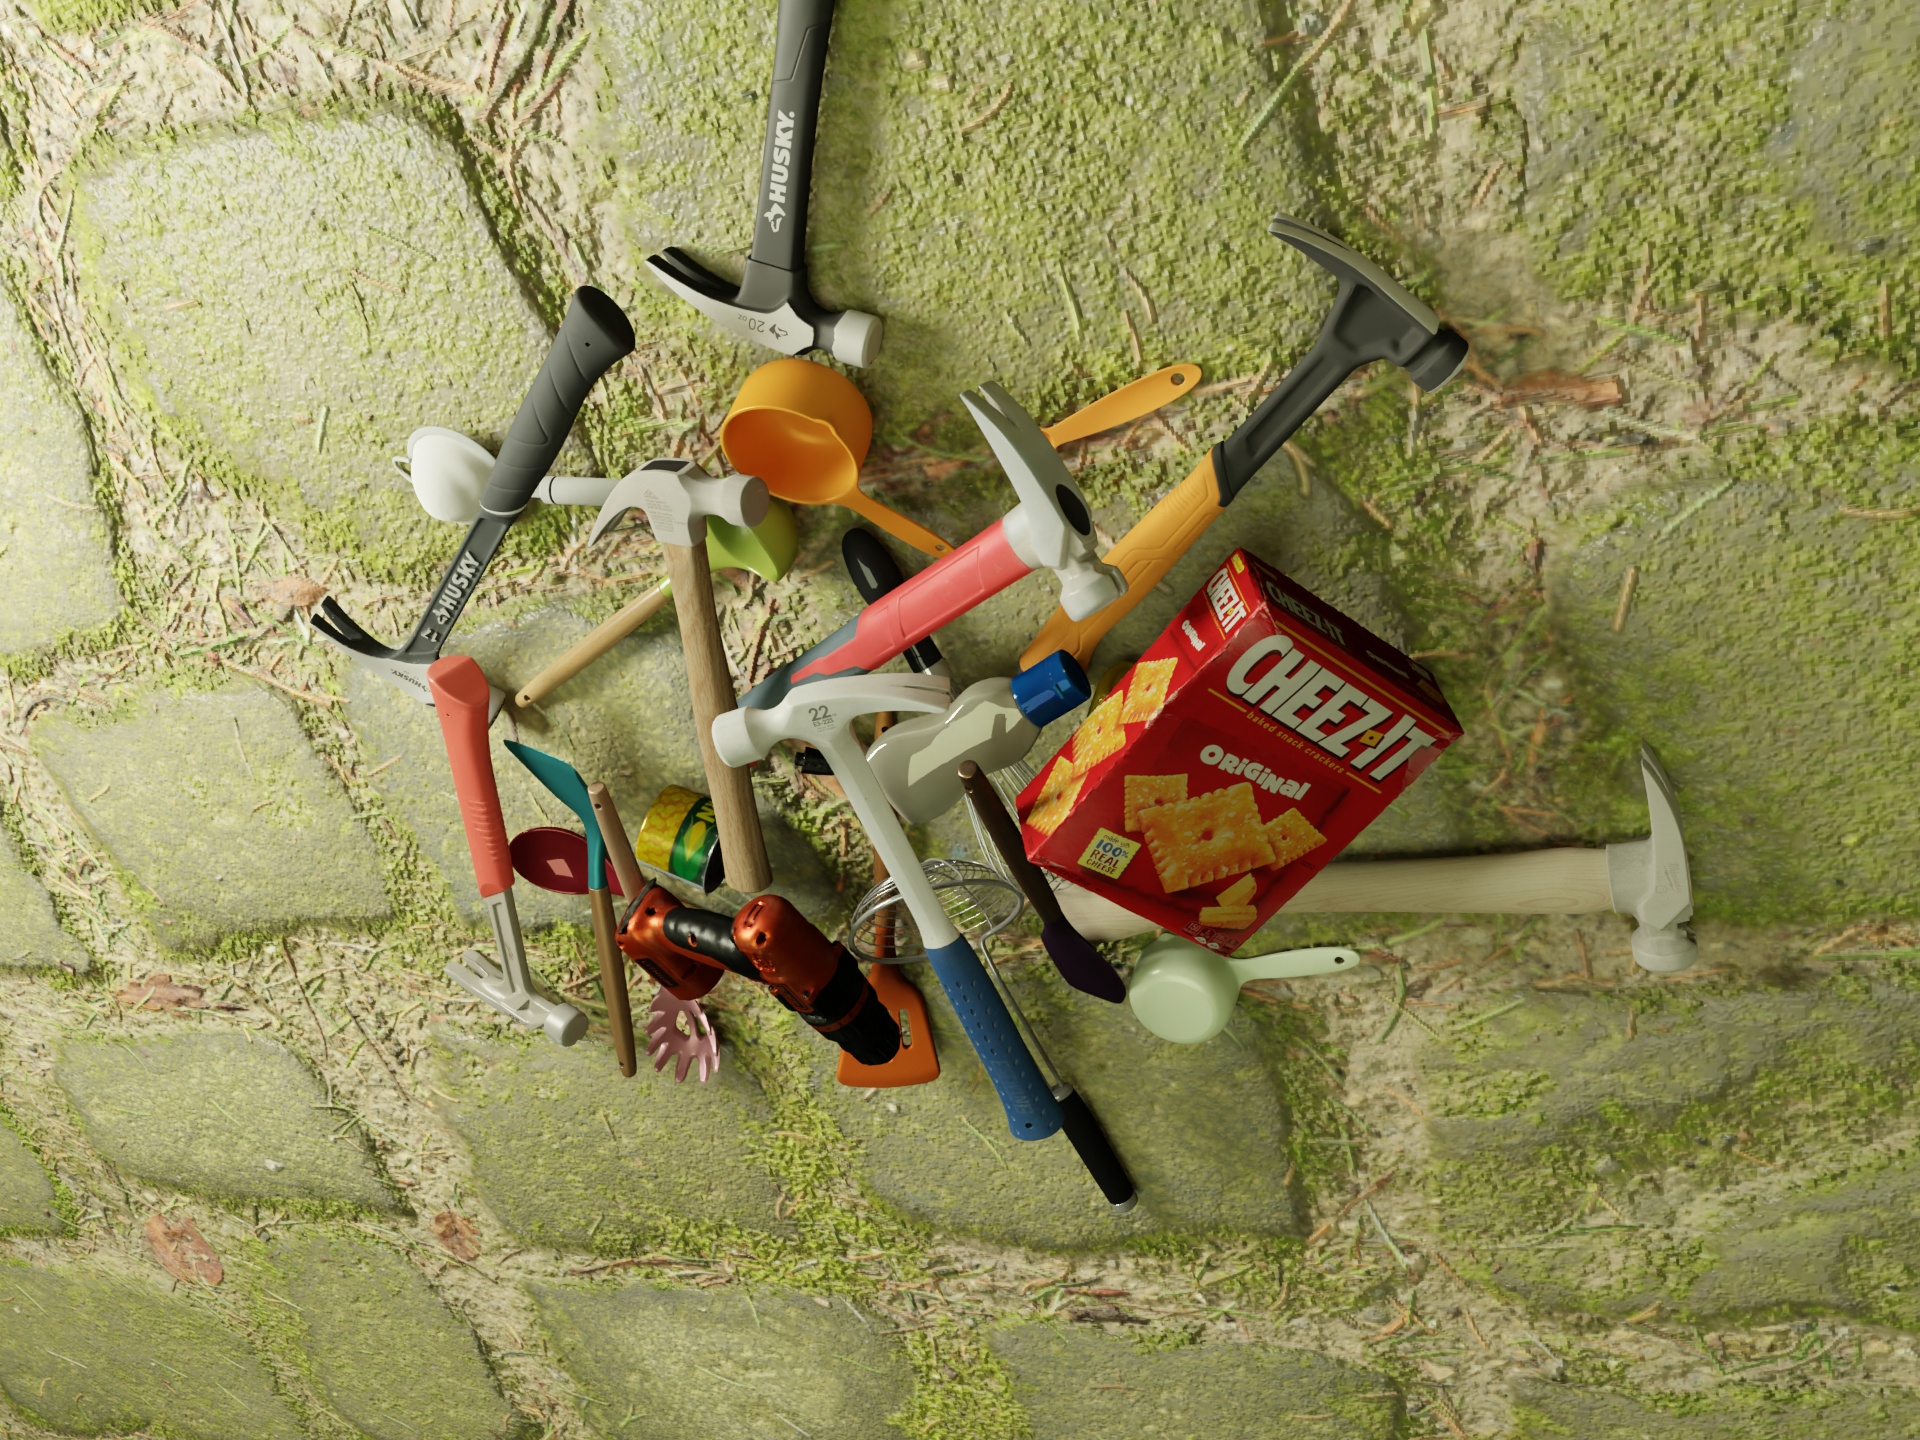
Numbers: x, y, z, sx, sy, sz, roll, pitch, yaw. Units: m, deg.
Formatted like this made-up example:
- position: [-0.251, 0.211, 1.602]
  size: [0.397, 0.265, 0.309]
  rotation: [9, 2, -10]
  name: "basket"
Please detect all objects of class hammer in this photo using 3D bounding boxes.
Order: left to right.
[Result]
- position: [-0.372, 0.101, 1.239]
  size: [0.149, 0.037, 0.358]
  rotation: [24, 133, 27]
  name: "hammer"
- position: [-0.317, -0.137, 1.065]
  size: [0.149, 0.036, 0.408]
  rotation: [29, 134, -17]
  name: "hammer"
- position: [-0.168, -0.020, 1.063]
  size: [0.130, 0.031, 0.331]
  rotation: [13, 128, 25]
  name: "hammer"
- position: [-0.094, -0.371, 0.883]
  size: [0.146, 0.035, 0.334]
  rotation: [19, 125, 10]
  name: "hammer"
- position: [-0.065, -0.065, 1.011]
  size: [0.386, 0.038, 0.143]
  rotation: [-29, 93, 45]
  name: "hammer"
- position: [-0.011, 0.136, 1.048]
  size: [0.144, 0.035, 0.405]
  rotation: [-17, 123, 13]
  name: "hammer"
- position: [0.132, -0.133, 0.932]
  size: [0.127, 0.034, 0.336]
  rotation: [36, 127, -7]
  name: "hammer"
- position: [0.246, 0.100, 1.029]
  size: [0.411, 0.038, 0.146]
  rotation: [-6, 115, 25]
  name: "hammer"

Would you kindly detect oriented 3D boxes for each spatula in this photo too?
- position: [-0.287, 0.154, 1.235]
  size: [0.082, 0.044, 0.317]
  rotation: [16, 122, 34]
  name: "spatula"
- position: [-0.054, 0.135, 1.169]
  size: [0.081, 0.041, 0.322]
  rotation: [-1, 120, -4]
  name: "spatula"
- position: [0.054, 0.115, 1.042]
  size: [0.060, 0.018, 0.315]
  rotation: [15, 153, 31]
  name: "spatula"

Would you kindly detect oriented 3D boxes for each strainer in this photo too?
- position: [-0.288, -0.158, 1.089]
  size: [0.258, 0.050, 0.086]
  rotation: [4, 137, 16]
  name: "strainer"

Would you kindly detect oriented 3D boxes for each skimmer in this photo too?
- position: [0.044, 0.246, 1.163]
  size: [0.127, 0.090, 0.363]
  rotation: [-25, 111, 14]
  name: "skimmer"

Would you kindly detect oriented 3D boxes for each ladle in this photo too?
- position: [-0.225, -0.074, 1.104]
  size: [0.320, 0.062, 0.078]
  rotation: [-30, 106, 36]
  name: "ladle"
- position: [-0.209, 0.155, 1.254]
  size: [0.315, 0.031, 0.069]
  rotation: [23, 128, 6]
  name: "ladle"

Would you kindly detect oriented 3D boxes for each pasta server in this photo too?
- position: [-0.242, 0.171, 1.239]
  size: [0.060, 0.040, 0.315]
  rotation: [-1, 131, 10]
  name: "pasta server"

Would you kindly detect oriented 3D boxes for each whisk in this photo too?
- position: [-0.001, -0.004, 1.058]
  size: [0.070, 0.070, 0.284]
  rotation: [-22, 105, 31]
  name: "whisk"

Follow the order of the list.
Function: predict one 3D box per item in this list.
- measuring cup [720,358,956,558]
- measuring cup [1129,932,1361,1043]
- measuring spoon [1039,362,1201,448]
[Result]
- position: [-0.065, -0.161, 0.993]
  size: [0.173, 0.052, 0.095]
  rotation: [30, 148, -25]
  name: "measuring cup"
- position: [0.193, 0.183, 1.098]
  size: [0.167, 0.038, 0.083]
  rotation: [-15, 113, 31]
  name: "measuring cup"
- position: [0.089, -0.185, 0.938]
  size: [0.117, 0.011, 0.021]
  rotation: [-21, 119, 27]
  name: "measuring spoon"
